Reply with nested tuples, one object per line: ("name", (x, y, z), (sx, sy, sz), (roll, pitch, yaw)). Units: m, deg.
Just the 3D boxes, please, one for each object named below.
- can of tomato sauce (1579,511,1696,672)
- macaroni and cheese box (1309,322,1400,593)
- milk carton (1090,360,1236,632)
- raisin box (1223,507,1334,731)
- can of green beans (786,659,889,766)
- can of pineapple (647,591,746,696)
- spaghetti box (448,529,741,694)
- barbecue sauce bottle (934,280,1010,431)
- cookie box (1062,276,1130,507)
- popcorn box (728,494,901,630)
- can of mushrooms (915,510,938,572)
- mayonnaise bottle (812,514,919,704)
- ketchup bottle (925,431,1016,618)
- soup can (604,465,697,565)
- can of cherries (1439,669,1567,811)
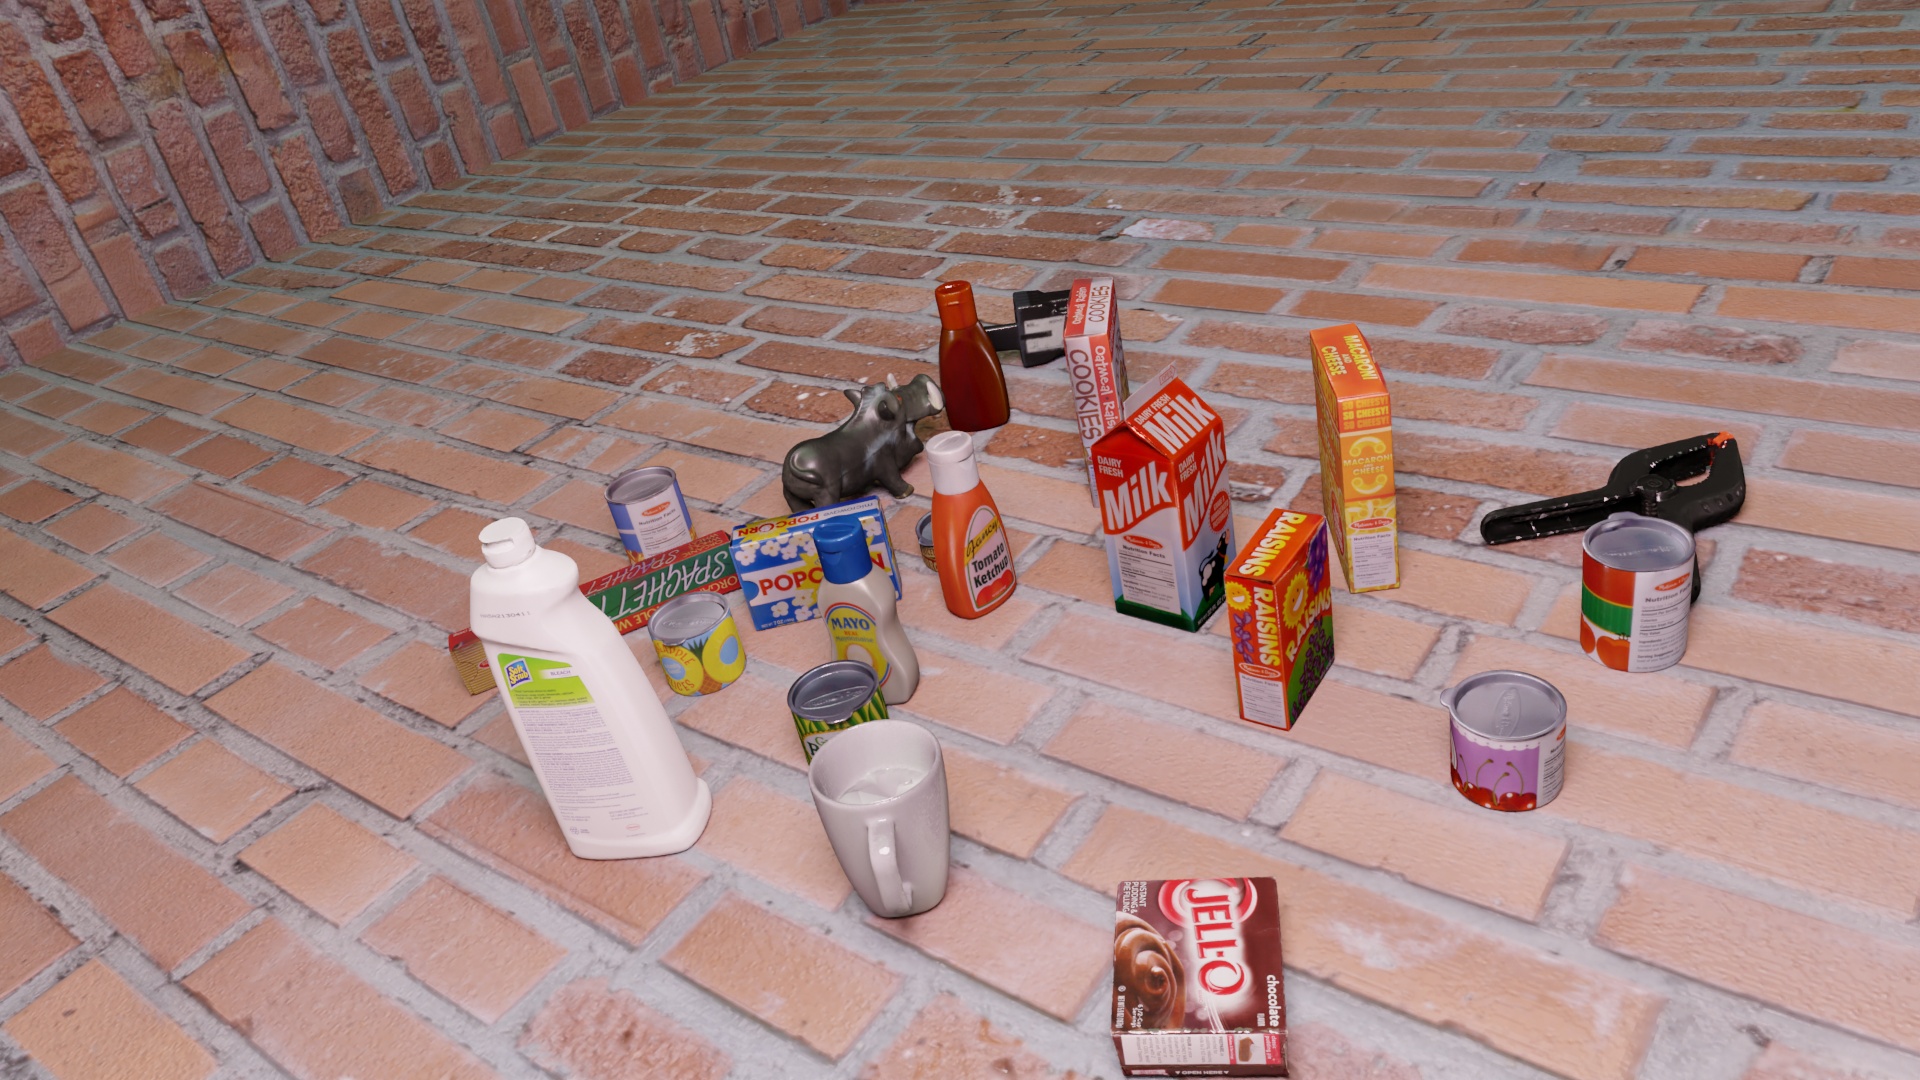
("can of tomato sauce", (0.445, 0.034, 0.918), (0.071, 0.082, 0.071), (-9, 31, 6))
("macaroni and cheese box", (0.299, -0.064, 1.051), (0.040, 0.165, 0.124), (-8, 31, 8))
("milk carton", (0.152, -0.034, 1.034), (0.073, 0.189, 0.073), (14, 40, 38))
("raisin box", (0.216, 0.053, 0.933), (0.040, 0.122, 0.086), (11, 38, 35))
("can of green beans", (-0.084, 0.127, 0.986), (0.071, 0.057, 0.071), (-9, 31, 6))
("can of pineapple", (-0.210, 0.083, 1.105), (0.071, 0.057, 0.071), (-9, 31, 6))
("spaghetti box", (-0.306, 0.059, 1.188), (0.251, 0.050, 0.029), (-22, 32, -16))
("barbecue sauce bottle", (0.006, -0.181, 1.371), (0.065, 0.147, 0.044), (-8, 31, 9))
("cookie box", (0.125, -0.132, 1.228), (0.040, 0.166, 0.123), (-6, 31, 12))
("popcorn box", (-0.118, 0.019, 1.150), (0.127, 0.084, 0.038), (-13, 30, 0))
("can of mushrooms", (-0.005, -0.001, 1.192), (0.071, 0.033, 0.071), (-9, 31, 6))
("mayonnaise bottle", (-0.074, 0.052, 1.017), (0.065, 0.147, 0.041), (1, 33, 22))
("ketchup bottle", (0.004, -0.014, 1.096), (0.043, 0.148, 0.065), (18, 43, 41))
("soup can", (-0.282, -0.017, 1.272), (0.071, 0.083, 0.072), (-9, 31, 6))
("can of cherries", (0.329, 0.121, 0.843), (0.071, 0.058, 0.072), (-9, 31, 6))
